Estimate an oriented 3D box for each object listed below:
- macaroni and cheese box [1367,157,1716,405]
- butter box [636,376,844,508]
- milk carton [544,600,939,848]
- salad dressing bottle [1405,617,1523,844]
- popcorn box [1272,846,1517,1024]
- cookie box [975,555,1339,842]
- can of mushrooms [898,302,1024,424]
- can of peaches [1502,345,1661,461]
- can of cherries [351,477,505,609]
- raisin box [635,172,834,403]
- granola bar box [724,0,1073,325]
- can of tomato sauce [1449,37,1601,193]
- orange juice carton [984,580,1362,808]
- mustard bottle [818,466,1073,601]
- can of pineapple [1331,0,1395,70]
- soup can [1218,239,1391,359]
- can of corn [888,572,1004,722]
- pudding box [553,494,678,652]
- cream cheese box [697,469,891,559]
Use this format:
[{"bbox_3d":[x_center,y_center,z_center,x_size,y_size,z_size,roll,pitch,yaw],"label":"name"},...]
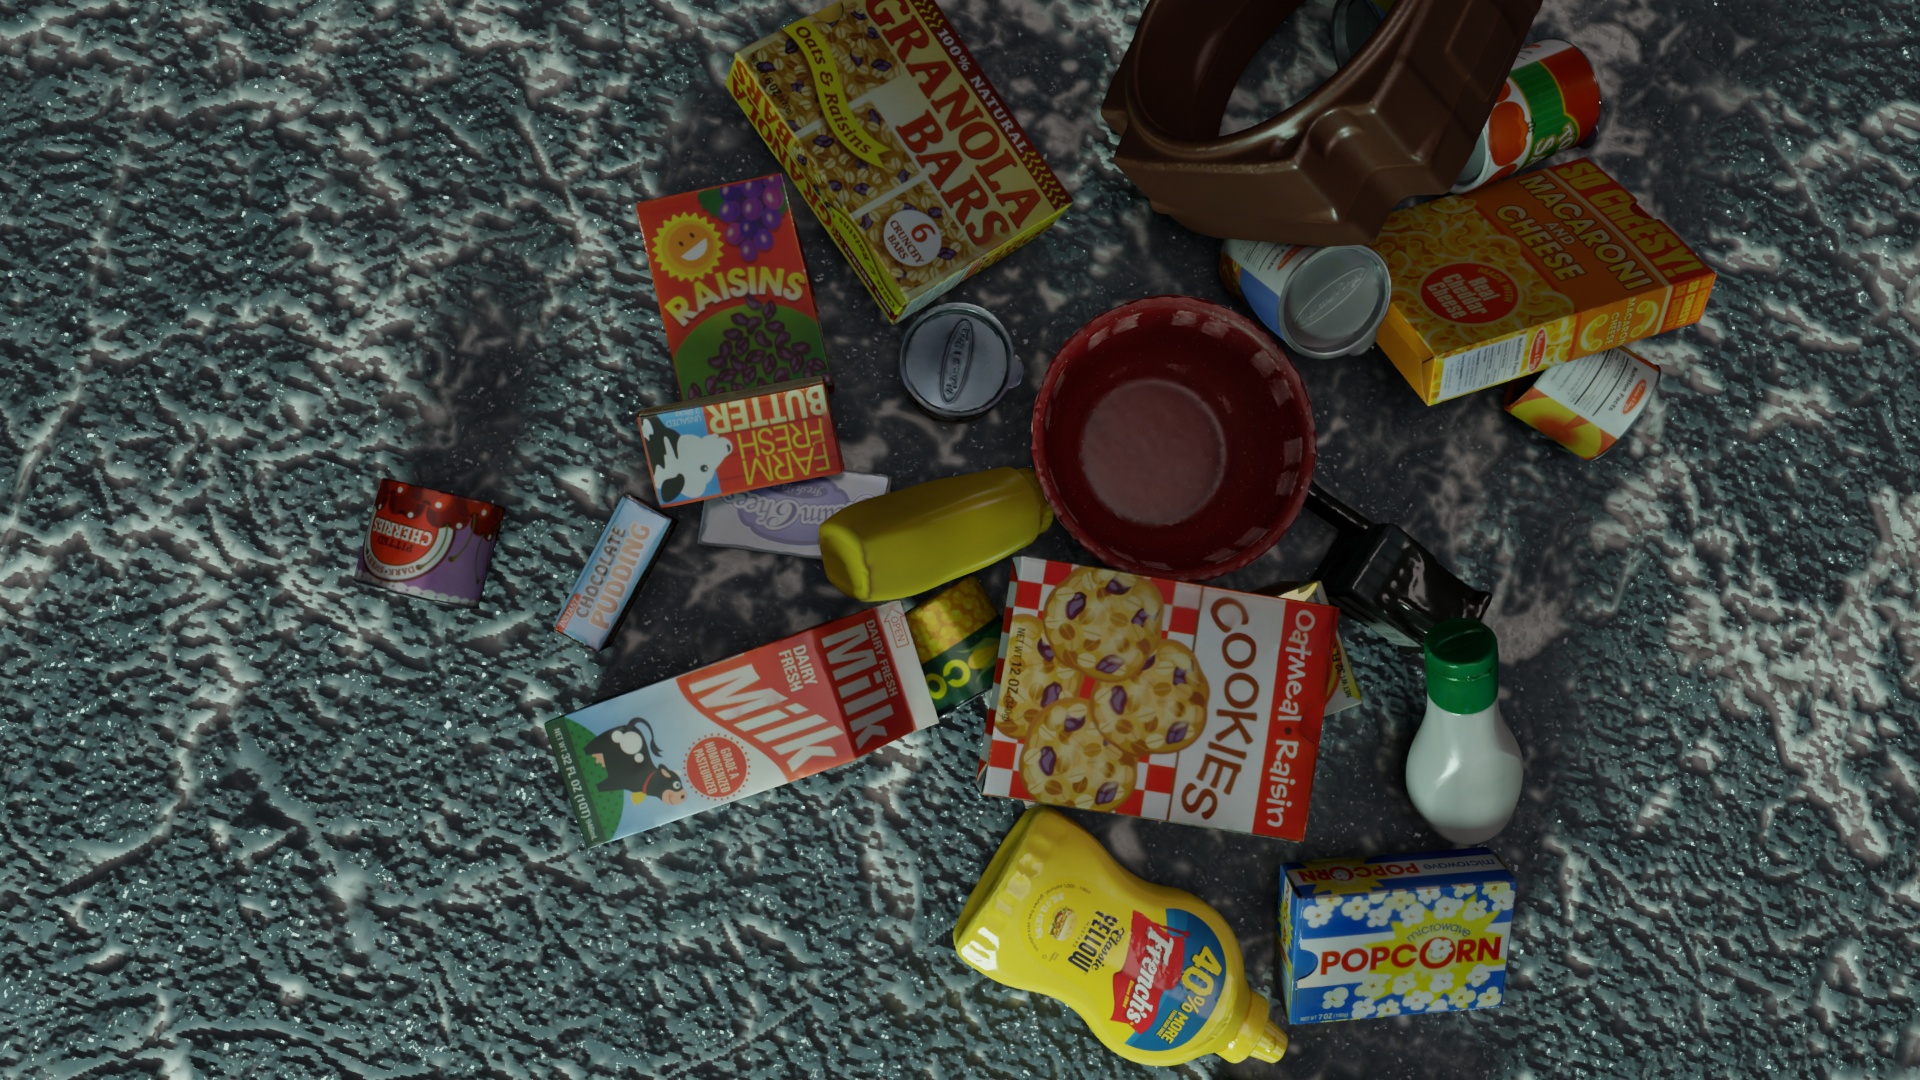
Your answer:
[{"bbox_3d":[0.313,-0.151,0.788,0.167,0.040,0.124,-17,48,-6],"label":"macaroni and cheese box"},{"bbox_3d":[-0.118,-0.054,0.754,0.103,0.024,0.053,-11,108,-5],"label":"butter box"},{"bbox_3d":[-0.111,0.094,0.740,0.190,0.073,0.072,-18,90,5],"label":"milk carton"},{"bbox_3d":[0.276,0.106,0.764,0.064,0.044,0.147,-20,129,-3],"label":"salad dressing bottle"},{"bbox_3d":[0.244,0.223,0.785,0.127,0.038,0.085,-3,110,-5],"label":"popcorn box"},{"bbox_3d":[0.101,0.081,0.717,0.167,0.040,0.123,10,87,-4],"label":"cookie box"},{"bbox_3d":[-0.001,-0.100,0.795,0.071,0.033,0.071,0,87,-5],"label":"can of mushrooms"},{"bbox_3d":[0.360,-0.088,0.810,0.058,0.071,0.071,32,85,3],"label":"can of peaches"},{"bbox_3d":[-0.286,0.001,0.746,0.071,0.071,0.058,15,86,-4],"label":"can of cherries"},{"bbox_3d":[-0.126,-0.136,0.783,0.086,0.040,0.123,-14,90,-5],"label":"raisin box"},{"bbox_3d":[-0.033,-0.223,0.780,0.124,0.039,0.165,-35,91,-22],"label":"granola bar box"},{"bbox_3d":[0.316,-0.244,0.806,0.083,0.071,0.071,-25,90,-15],"label":"can of tomato sauce"},{"bbox_3d":[0.115,0.085,0.776,0.193,0.073,0.072,-19,89,-5],"label":"orange juice carton"},{"bbox_3d":[0.003,-0.010,0.768,0.161,0.065,0.048,-18,112,-31],"label":"mustard bottle"},{"bbox_3d":[0.259,-0.294,0.810,0.058,0.071,0.071,-20,89,-6],"label":"can of pineapple"},{"bbox_3d":[0.193,-0.146,0.780,0.071,0.084,0.071,-7,120,-12],"label":"soup can"},{"bbox_3d":[-0.007,0.060,0.768,0.071,0.071,0.058,-31,90,-5],"label":"can of corn"},{"bbox_3d":[-0.189,0.017,0.764,0.030,0.049,0.084,28,85,-5],"label":"pudding box"},{"bbox_3d":[-0.093,-0.017,0.787,0.104,0.024,0.053,8,87,-5],"label":"cream cheese box"}]
